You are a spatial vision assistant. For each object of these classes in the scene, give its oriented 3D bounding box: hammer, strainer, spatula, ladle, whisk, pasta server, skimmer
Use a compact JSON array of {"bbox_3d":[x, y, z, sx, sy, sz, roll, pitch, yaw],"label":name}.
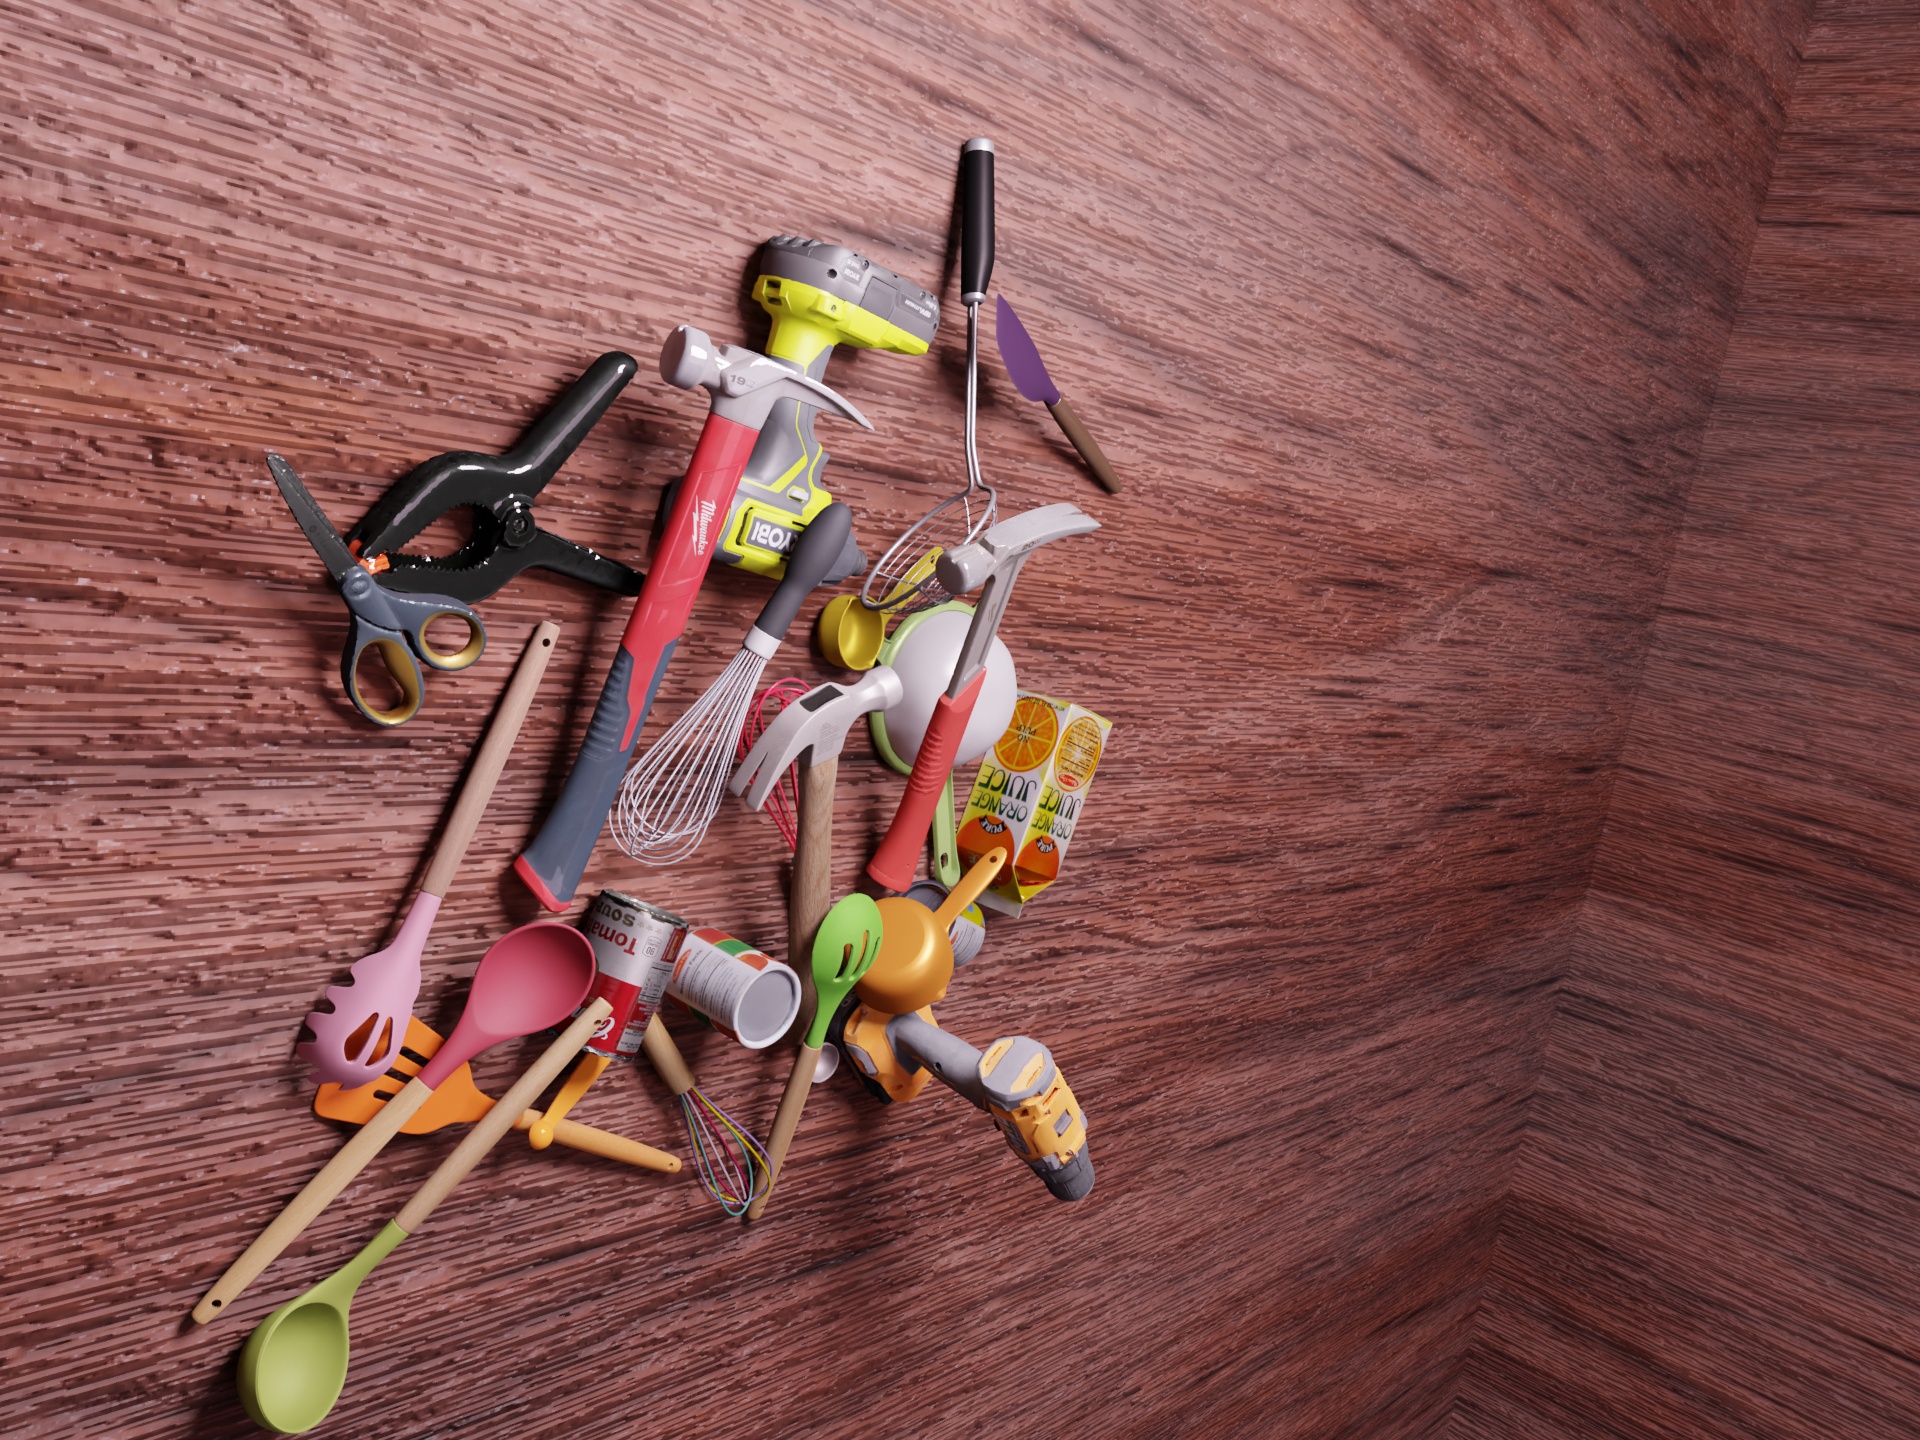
[{"bbox_3d":[-0.002,-0.004,1.220,0.149,0.037,0.358,-26,147,-42],"label":"hammer"},{"bbox_3d":[0.001,0.029,1.324,0.151,0.069,0.256,-24,120,-43],"label":"strainer"},{"bbox_3d":[0.083,-0.250,1.301,0.315,0.018,0.060,35,54,-64],"label":"spatula"},{"bbox_3d":[-0.331,0.308,1.013,0.320,0.062,0.078,-48,141,-13],"label":"ladle"},{"bbox_3d":[-0.121,0.092,1.219,0.073,0.073,0.295,-36,136,-36],"label":"whisk"},{"bbox_3d":[-0.154,-0.027,1.089,0.070,0.070,0.284,26,96,-51],"label":"whisk"},{"bbox_3d":[-0.353,0.248,0.995,0.315,0.031,0.069,-47,108,-16],"label":"ladle"},{"bbox_3d":[-0.323,0.082,0.996,0.060,0.040,0.316,30,75,-37],"label":"pasta server"},{"bbox_3d":[-0.112,0.117,1.177,0.130,0.031,0.331,-25,136,-37],"label":"hammer"},{"bbox_3d":[-0.188,-0.050,1.035,0.143,0.038,0.386,16,102,-35],"label":"hammer"},{"bbox_3d":[-0.017,-0.257,1.177,0.090,0.127,0.363,3,87,-31],"label":"skimmer"},{"bbox_3d":[-0.206,0.292,1.207,0.051,0.047,0.244,-53,135,-39],"label":"whisk"},{"bbox_3d":[-0.299,0.276,1.105,0.081,0.041,0.322,-62,144,-11],"label":"spatula"}]

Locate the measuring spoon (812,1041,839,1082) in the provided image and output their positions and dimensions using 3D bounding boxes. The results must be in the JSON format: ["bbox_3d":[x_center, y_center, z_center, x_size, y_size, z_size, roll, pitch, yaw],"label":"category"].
[{"bbox_3d":[-0.134,0.247,1.296,0.034,0.018,0.124,-42,126,-26],"label":"measuring spoon"}]

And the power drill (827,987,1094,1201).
[{"bbox_3d":[0.009,0.304,1.313,0.084,0.226,0.185,-49,136,-26],"label":"power drill"}]

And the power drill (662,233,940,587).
[{"bbox_3d":[-0.102,-0.207,1.112,0.171,0.080,0.223,13,98,-50],"label":"power drill"}]

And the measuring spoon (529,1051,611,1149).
[{"bbox_3d":[-0.265,0.255,1.115,0.117,0.011,0.021,-56,135,-49],"label":"measuring spoon"}]

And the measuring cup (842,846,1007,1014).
[{"bbox_3d":[-0.025,0.156,1.289,0.173,0.095,0.052,-47,150,-16],"label":"measuring cup"}]

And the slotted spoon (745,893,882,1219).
[{"bbox_3d":[-0.121,0.273,1.250,0.070,0.031,0.313,-7,125,-47],"label":"slotted spoon"}]

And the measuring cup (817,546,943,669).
[{"bbox_3d":[-0.062,-0.095,1.247,0.156,0.029,0.062,-49,135,-43],"label":"measuring cup"}]
